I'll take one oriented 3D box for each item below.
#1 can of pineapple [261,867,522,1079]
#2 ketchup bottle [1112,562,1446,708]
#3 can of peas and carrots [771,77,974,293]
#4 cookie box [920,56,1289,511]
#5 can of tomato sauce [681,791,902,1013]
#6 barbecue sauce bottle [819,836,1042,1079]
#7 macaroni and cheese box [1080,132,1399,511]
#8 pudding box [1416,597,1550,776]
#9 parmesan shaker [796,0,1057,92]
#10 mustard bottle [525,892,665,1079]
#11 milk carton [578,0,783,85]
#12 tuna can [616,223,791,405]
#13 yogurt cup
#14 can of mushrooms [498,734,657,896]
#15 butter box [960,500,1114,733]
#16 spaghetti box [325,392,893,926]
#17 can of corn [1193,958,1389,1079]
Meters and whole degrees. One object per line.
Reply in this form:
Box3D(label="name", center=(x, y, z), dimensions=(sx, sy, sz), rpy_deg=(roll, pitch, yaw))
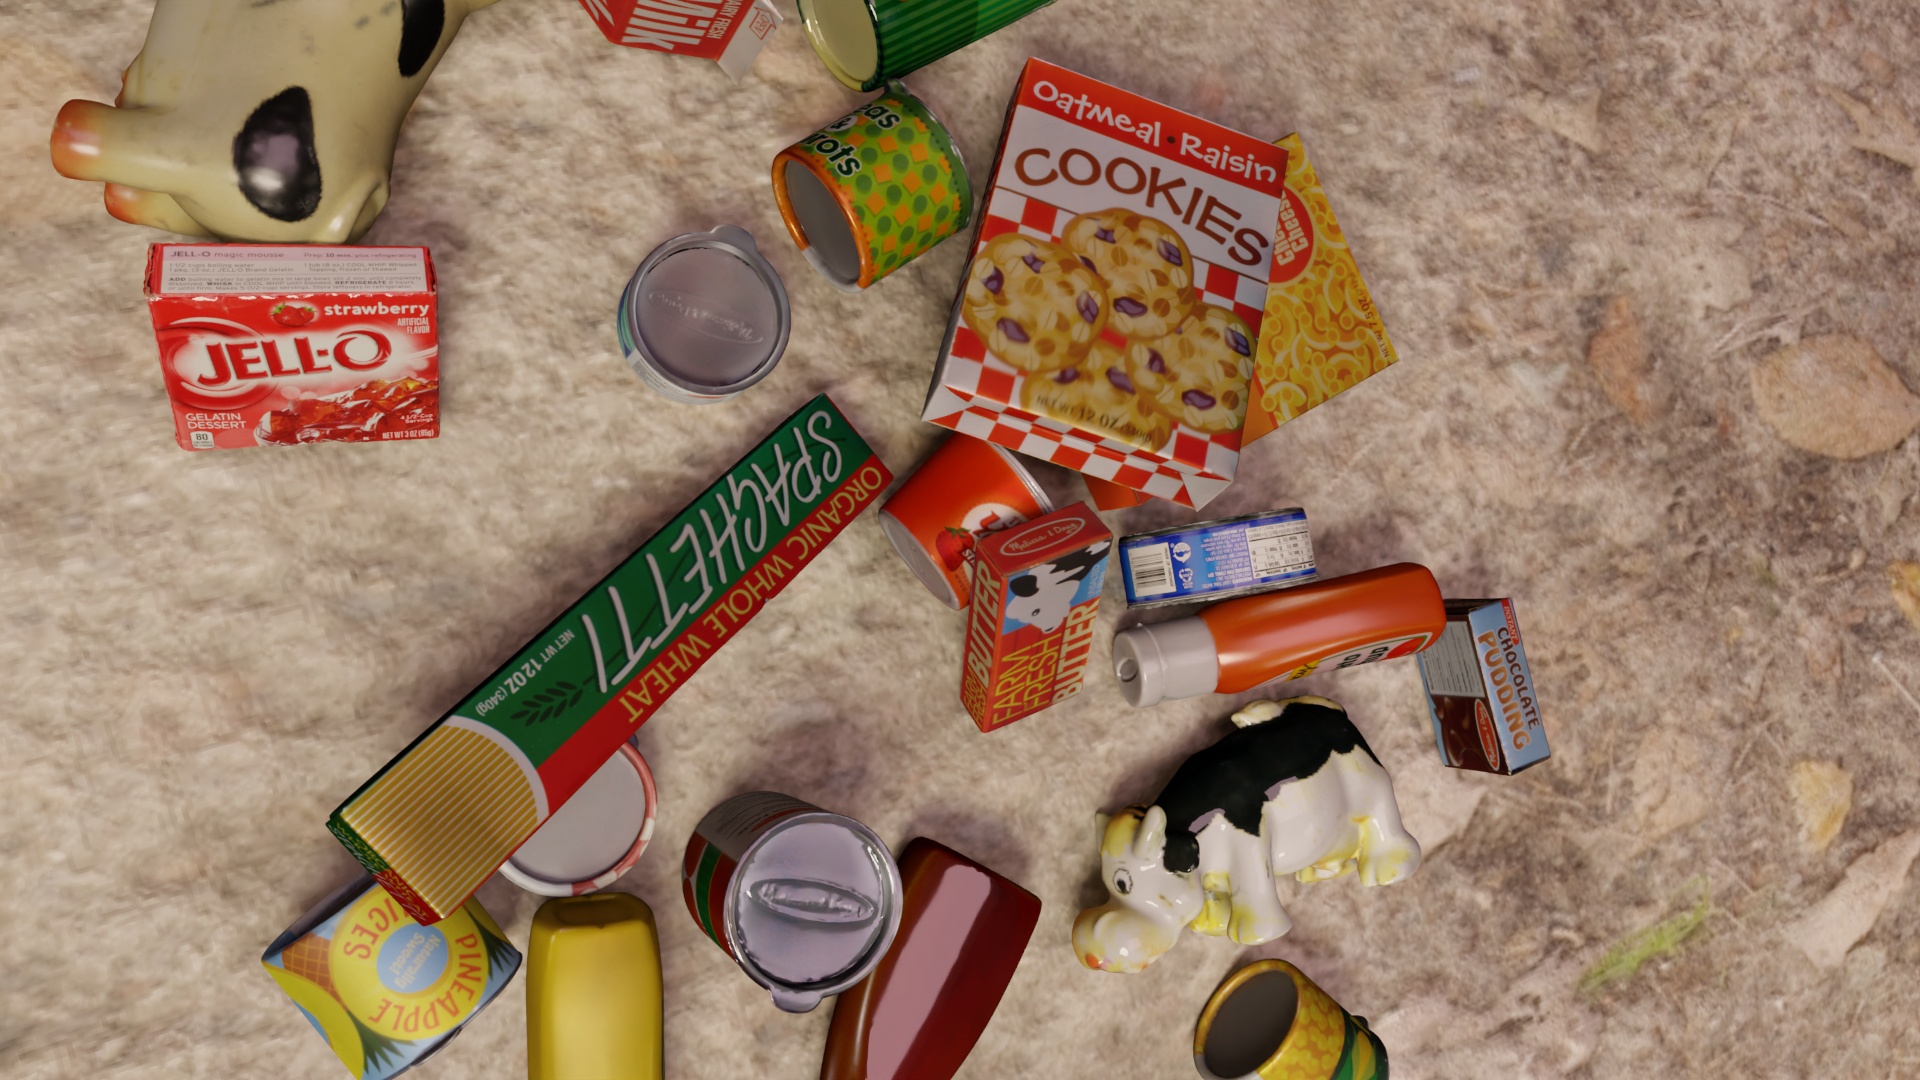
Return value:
Box3D(label="can of pineapple", center=(-0.198, 0.146, 0.487), dimensions=(0.071, 0.071, 0.058), rpy_deg=(-38, 100, -21))
Box3D(label="ketchup bottle", center=(0.146, 0.045, 0.646), dimensions=(0.149, 0.064, 0.043), rpy_deg=(-10, 76, -14))
Box3D(label="can of peas and carrots", center=(-0.038, -0.147, 0.579), dimensions=(0.059, 0.071, 0.071), rpy_deg=(-36, 99, -20))
Box3D(label="cookie box", center=(0.064, -0.109, 0.582), dimensions=(0.123, 0.040, 0.168), rpy_deg=(18, 66, -8))
Box3D(label="can of tomato sauce", center=(-0.067, 0.135, 0.535), dimensions=(0.071, 0.083, 0.071), rpy_deg=(2, 85, -22))
Box3D(label="barbecue sauce bottle", center=(-0.025, 0.201, 0.569), dimensions=(0.065, 0.043, 0.149), rpy_deg=(32, 75, -17))
Box3D(label="macaroni and cheese box", center=(0.113, -0.105, 0.654), dimensions=(0.167, 0.040, 0.123), rpy_deg=(-28, 95, -23))
Box3D(label="pudding box", center=(0.258, 0.072, 0.695), dimensions=(0.030, 0.049, 0.083), rpy_deg=(-14, 91, -21))
Box3D(label="parmesan shaker", center=(-0.010, -0.242, 0.598), dimensions=(0.103, 0.071, 0.071), rpy_deg=(-34, 99, -22))
Box3D(label="mustard bottle", center=(-0.134, 0.215, 0.514), dimensions=(0.049, 0.065, 0.160), rpy_deg=(-2, 92, -20))
Box3D(label="milk carton", center=(-0.138, -0.271, 0.546), dimensions=(0.074, 0.072, 0.190), rpy_deg=(-41, 101, -21))
Box3D(label="tuna can", center=(-0.104, -0.092, 0.566), dimensions=(0.071, 0.033, 0.071), rpy_deg=(2, 85, -23))
Box3D(label="yogurt cup", center=(0.002, -0.007, 0.588), dimensions=(0.054, 0.072, 0.072), rpy_deg=(-39, 101, -12))
Box3D(label="can of mushrooms", center=(-0.150, 0.099, 0.531), dimensions=(0.071, 0.033, 0.071), rpy_deg=(2, 85, -22))
Box3D(label="butter box", center=(0.030, 0.034, 0.581), dimensions=(0.053, 0.103, 0.024), rpy_deg=(-20, 50, -24))
Box3D(label="spaghetti box", center=(-0.118, 0.032, 0.520), dimensions=(0.050, 0.028, 0.251), rpy_deg=(50, 55, -10))
Box3D(label="can of corn", center=(0.149, 0.230, 0.627), dimensions=(0.058, 0.071, 0.071), rpy_deg=(42, 72, -14))
